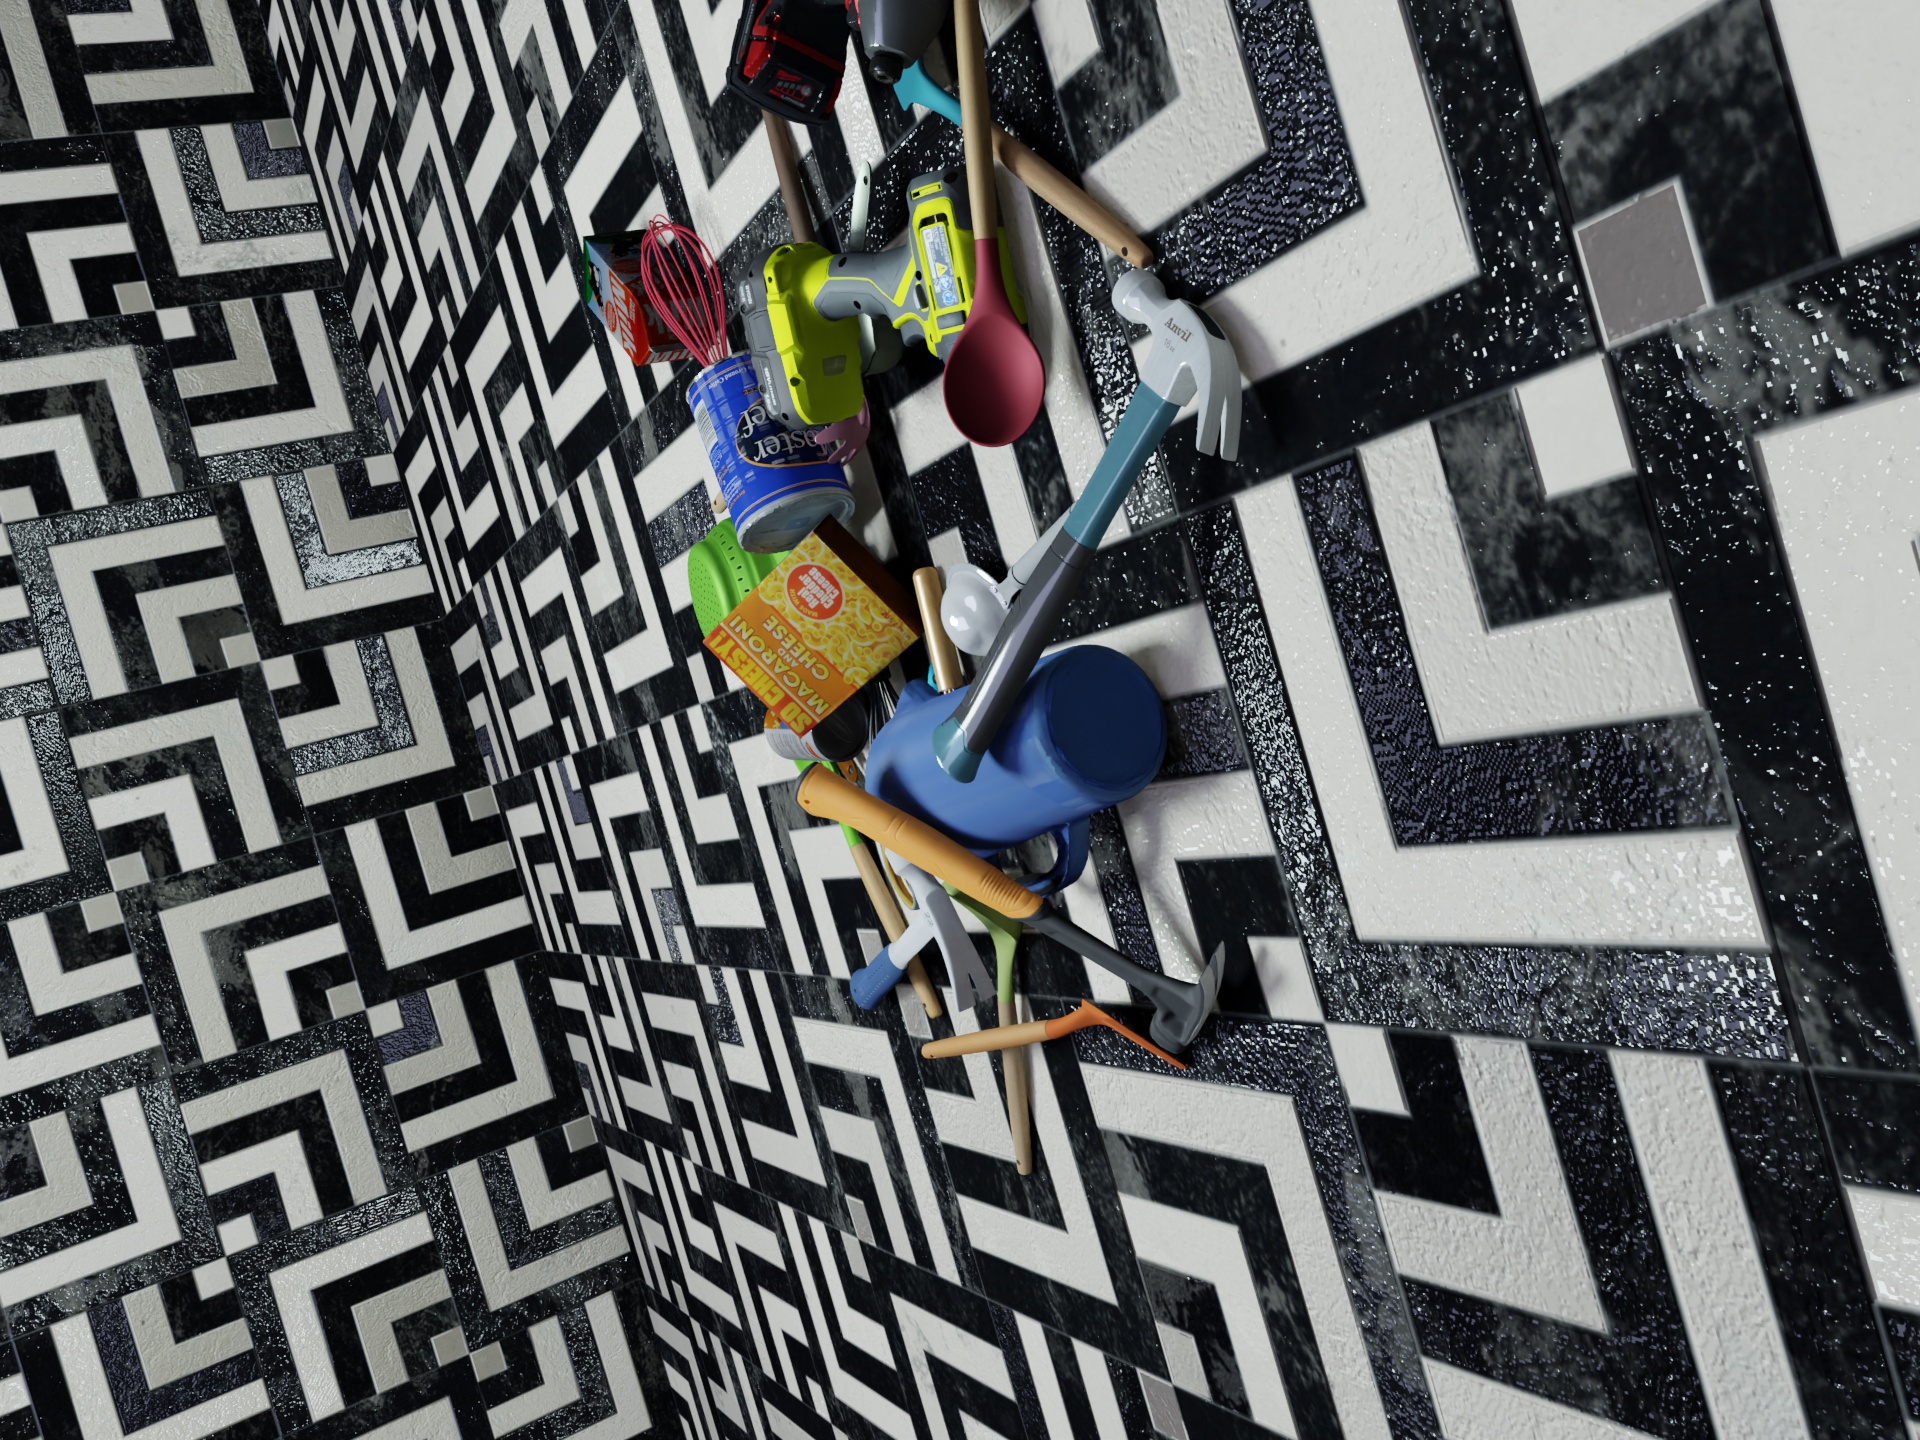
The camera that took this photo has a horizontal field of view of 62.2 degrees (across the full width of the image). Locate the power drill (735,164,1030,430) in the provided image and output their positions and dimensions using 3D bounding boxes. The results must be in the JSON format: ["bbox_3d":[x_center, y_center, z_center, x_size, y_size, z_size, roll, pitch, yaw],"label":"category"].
[{"bbox_3d":[-0.051,-0.284,1.138,0.223,0.080,0.171,-1,106,43],"label":"power drill"}]

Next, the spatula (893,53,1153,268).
[{"bbox_3d":[0.030,-0.382,1.036,0.318,0.044,0.082,49,143,30],"label":"spatula"}]

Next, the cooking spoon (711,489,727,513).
[{"bbox_3d":[-0.163,-0.266,1.427,0.319,0.017,0.069,-38,70,53],"label":"cooking spoon"}]

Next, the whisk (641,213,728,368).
[{"bbox_3d":[-0.231,-0.339,1.509,0.073,0.073,0.296,-14,99,63],"label":"whisk"}]

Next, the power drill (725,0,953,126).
[{"bbox_3d":[-0.073,-0.481,1.071,0.220,0.078,0.143,10,87,58],"label":"power drill"}]

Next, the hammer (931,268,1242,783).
[{"bbox_3d":[0.067,-0.102,0.981,0.128,0.033,0.331,51,122,39],"label":"hammer"}]

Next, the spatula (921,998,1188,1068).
[{"bbox_3d":[0.056,0.258,1.273,0.081,0.041,0.322,35,148,-21],"label":"spatula"}]

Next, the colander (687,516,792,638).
[{"bbox_3d":[-0.216,-0.101,1.533,0.204,0.094,0.397,71,158,6],"label":"colander"}]

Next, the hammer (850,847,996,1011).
[{"bbox_3d":[-0.052,0.216,1.431,0.144,0.035,0.405,63,161,12],"label":"hammer"}]

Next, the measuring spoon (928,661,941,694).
[{"bbox_3d":[-0.012,0.013,1.348,0.042,0.021,0.128,9,104,61],"label":"measuring spoon"}]

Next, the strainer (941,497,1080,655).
[{"bbox_3d":[0.039,-0.102,1.159,0.087,0.050,0.258,53,147,4],"label":"strainer"}]

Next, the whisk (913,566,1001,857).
[{"bbox_3d":[-0.002,-0.004,1.290,0.051,0.047,0.245,-16,86,51],"label":"whisk"}]

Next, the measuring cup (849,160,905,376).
[{"bbox_3d":[-0.066,-0.345,1.218,0.083,0.038,0.167,46,140,40],"label":"measuring cup"}]

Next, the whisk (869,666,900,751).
[{"bbox_3d":[-0.073,-0.037,1.395,0.055,0.055,0.239,-29,75,62],"label":"whisk"}]

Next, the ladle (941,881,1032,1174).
[{"bbox_3d":[0.032,0.265,1.360,0.078,0.062,0.320,26,130,49],"label":"ladle"}]

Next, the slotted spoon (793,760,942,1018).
[{"bbox_3d":[-0.091,0.146,1.550,0.314,0.031,0.070,63,152,15],"label":"slotted spoon"}]

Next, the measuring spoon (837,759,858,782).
[{"bbox_3d":[-0.121,0.015,1.539,0.021,0.011,0.117,-56,50,34],"label":"measuring spoon"}]

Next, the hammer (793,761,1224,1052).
[{"bbox_3d":[0.027,0.118,1.121,0.337,0.034,0.127,29,149,13],"label":"hammer"}]

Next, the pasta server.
[{"bbox_3d":[-0.125,-0.362,1.301,0.040,0.060,0.316,-18,82,18],"label":"pasta server"}]

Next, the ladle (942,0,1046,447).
[{"bbox_3d":[0.013,-0.335,1.016,0.031,0.069,0.315,-55,-38,-71],"label":"ladle"}]
